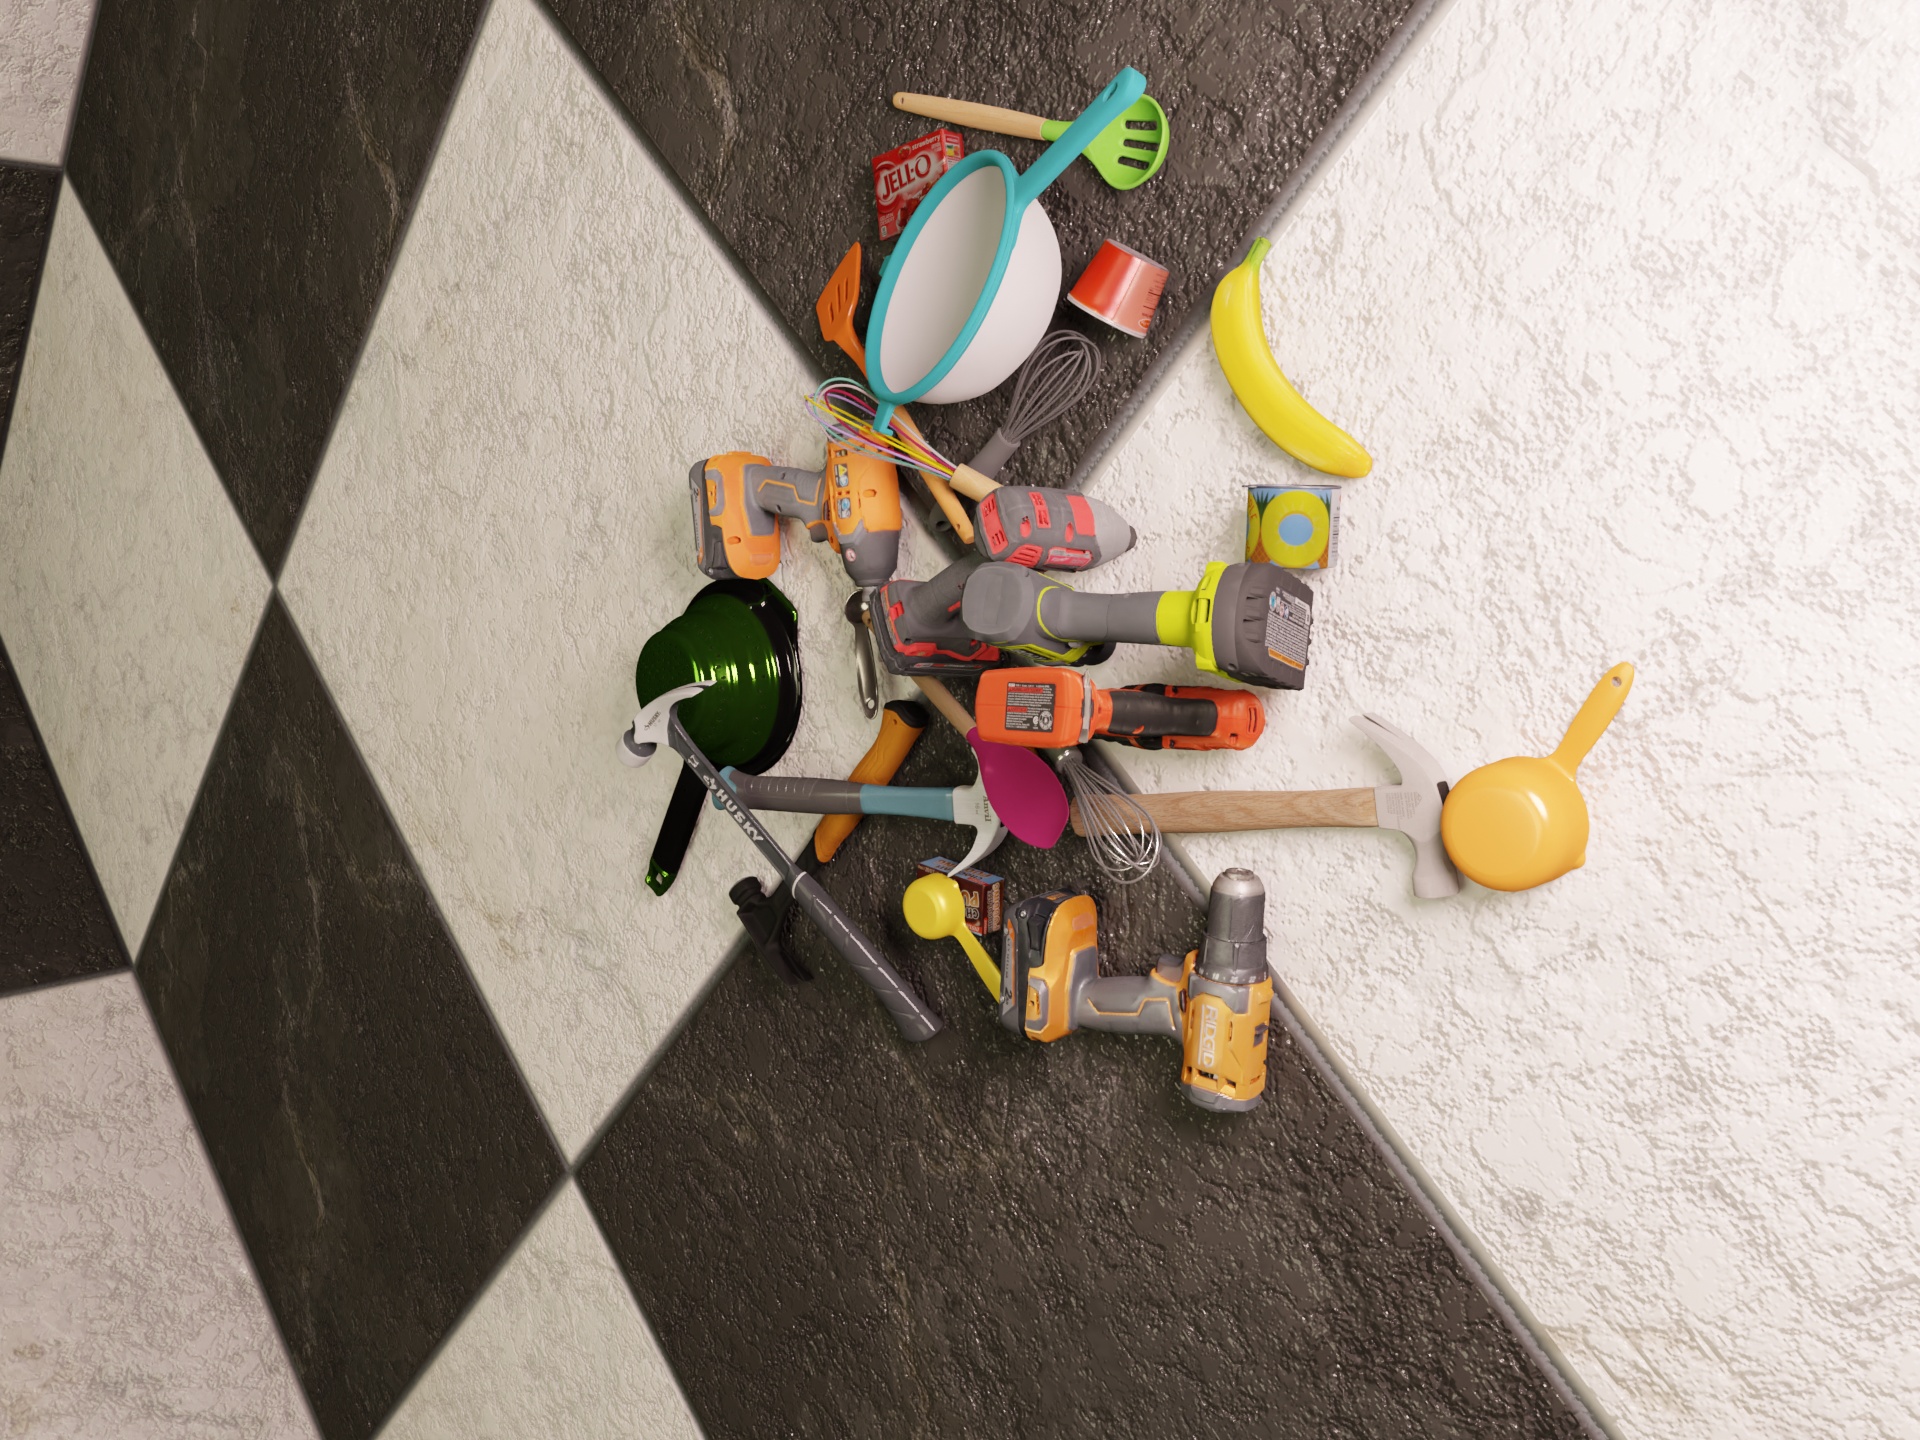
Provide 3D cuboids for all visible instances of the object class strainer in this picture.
[{"bbox_3d":[0.052,-0.364,1.230,0.340,0.095,0.211,-35,45,45],"label":"strainer"}]

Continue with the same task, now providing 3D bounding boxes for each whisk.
[{"bbox_3d":[0.037,-0.235,1.322,0.239,0.055,0.055,-47,65,41],"label":"whisk"},{"bbox_3d":[-0.022,-0.216,1.324,0.245,0.047,0.051,29,75,5],"label":"whisk"},{"bbox_3d":[0.091,0.039,1.278,0.059,0.057,0.247,-54,43,20],"label":"whisk"}]

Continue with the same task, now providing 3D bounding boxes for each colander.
[{"bbox_3d":[-0.288,0.028,1.630,0.205,0.094,0.397,42,122,31],"label":"colander"}]

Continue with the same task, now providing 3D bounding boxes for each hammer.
[{"bbox_3d":[0.216,0.066,1.205,0.331,0.031,0.130,-5,93,44],"label":"hammer"},{"bbox_3d":[-0.097,0.069,1.452,0.331,0.033,0.128,1,101,34],"label":"hammer"},{"bbox_3d":[-0.158,0.136,1.479,0.409,0.036,0.149,49,133,3],"label":"hammer"},{"bbox_3d":[-0.119,0.110,1.525,0.127,0.034,0.336,53,127,25],"label":"hammer"}]

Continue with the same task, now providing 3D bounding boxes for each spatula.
[{"bbox_3d":[-0.057,-0.283,1.392,0.081,0.041,0.323,-48,61,39],"label":"spatula"}]

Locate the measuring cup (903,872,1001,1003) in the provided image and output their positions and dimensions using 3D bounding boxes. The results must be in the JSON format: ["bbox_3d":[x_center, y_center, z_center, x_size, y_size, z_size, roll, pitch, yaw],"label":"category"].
[{"bbox_3d":[0.001,0.201,1.384,0.157,0.029,0.062,53,129,25],"label":"measuring cup"}]

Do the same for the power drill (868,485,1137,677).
[{"bbox_3d":[0.034,-0.114,1.284,0.219,0.143,0.079,-36,63,47],"label":"power drill"}]

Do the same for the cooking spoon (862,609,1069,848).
[{"bbox_3d":[-0.002,-0.004,1.353,0.319,0.017,0.068,48,123,39],"label":"cooking spoon"}]

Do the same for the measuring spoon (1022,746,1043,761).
[{"bbox_3d":[0.057,0.032,1.363,0.021,0.011,0.117,-39,70,39],"label":"measuring spoon"}]

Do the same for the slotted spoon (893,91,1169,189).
[{"bbox_3d":[0.052,-0.483,1.284,0.314,0.031,0.070,28,114,39],"label":"slotted spoon"}]

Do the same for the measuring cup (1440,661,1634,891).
[{"bbox_3d":[0.378,0.036,1.032,0.095,0.052,0.173,43,125,31],"label":"measuring cup"}]

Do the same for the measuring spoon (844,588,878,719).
[{"bbox_3d":[-0.085,-0.060,1.467,0.034,0.018,0.124,-13,76,31],"label":"measuring spoon"}]

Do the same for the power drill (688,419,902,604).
[{"bbox_3d":[-0.148,-0.184,1.480,0.226,0.084,0.164,-2,95,40],"label":"power drill"}]

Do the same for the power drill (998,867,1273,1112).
[{"bbox_3d":[0.143,0.192,1.261,0.226,0.084,0.185,11,103,37],"label":"power drill"}]

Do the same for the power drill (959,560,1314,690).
[{"bbox_3d":[0.137,-0.069,1.175,0.228,0.190,0.080,4,85,30],"label":"power drill"}]
